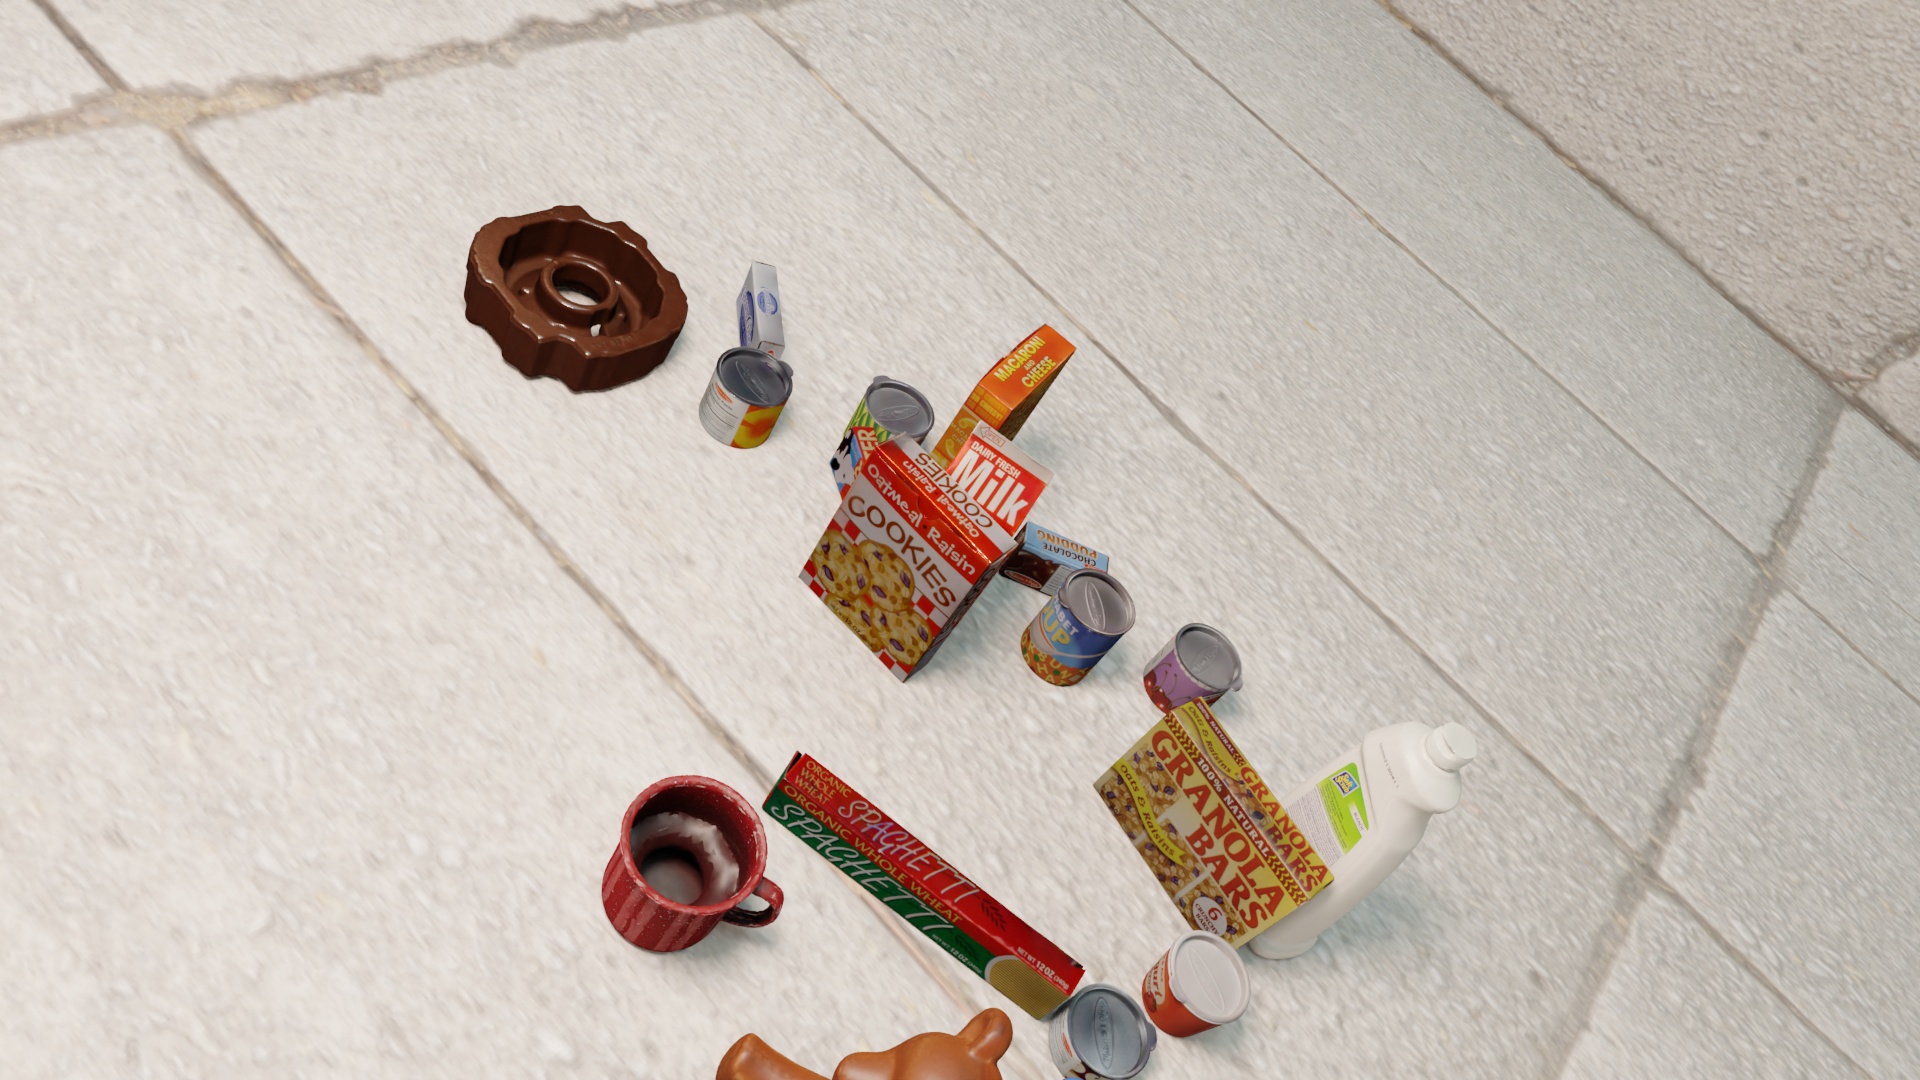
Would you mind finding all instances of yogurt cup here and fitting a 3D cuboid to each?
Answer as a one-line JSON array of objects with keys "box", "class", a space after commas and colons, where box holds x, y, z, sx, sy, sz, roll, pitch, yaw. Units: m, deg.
[{"box": [0.168, 0.325, 1.008, 0.072, 0.053, 0.073, 16, 47, -18], "class": "yogurt cup"}]

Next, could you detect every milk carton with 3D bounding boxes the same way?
[{"box": [0.004, -0.014, 1.098, 0.072, 0.189, 0.074, 35, 44, -1], "class": "milk carton"}]

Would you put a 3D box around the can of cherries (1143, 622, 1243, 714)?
[{"box": [0.201, 0.116, 1.200, 0.071, 0.058, 0.072, 16, 47, -18], "class": "can of cherries"}]

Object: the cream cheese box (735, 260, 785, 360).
[{"box": [-0.179, -0.194, 1.239, 0.024, 0.053, 0.104, 8, 50, -25], "class": "cream cheese box"}]

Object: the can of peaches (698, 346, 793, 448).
[{"box": [-0.180, -0.120, 1.173, 0.071, 0.057, 0.071, 16, 47, -18], "class": "can of peaches"}]

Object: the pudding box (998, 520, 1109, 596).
[{"box": [0.082, 0.022, 1.215, 0.084, 0.049, 0.030, 23, 46, -13], "class": "pudding box"}]

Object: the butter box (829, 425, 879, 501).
[{"box": [-0.079, -0.041, 1.170, 0.024, 0.052, 0.104, 0, 54, -31], "class": "butter box"}]

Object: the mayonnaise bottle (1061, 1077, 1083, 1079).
[{"box": [0.036, 0.362, 0.830, 0.041, 0.147, 0.065, 20, 46, -16], "class": "mayonnaise bottle"}]

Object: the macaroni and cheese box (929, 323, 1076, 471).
[{"box": [0.021, -0.097, 1.196, 0.040, 0.165, 0.124, 40, 44, 4], "class": "macaroni and cheese box"}]

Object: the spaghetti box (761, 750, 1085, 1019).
[{"box": [-0.028, 0.240, 0.965, 0.250, 0.050, 0.029, 37, 44, 2], "class": "spaghetti box"}]

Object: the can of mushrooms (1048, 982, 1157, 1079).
[{"box": [0.098, 0.346, 0.963, 0.071, 0.033, 0.071, 16, 47, -18], "class": "can of mushrooms"}]

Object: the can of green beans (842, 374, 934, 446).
[{"box": [-0.064, -0.099, 1.224, 0.071, 0.057, 0.071, 16, 47, -18], "class": "can of green beans"}]

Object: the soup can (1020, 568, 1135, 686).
[{"box": [0.094, 0.072, 1.155, 0.071, 0.083, 0.072, 16, 47, -18], "class": "soup can"}]

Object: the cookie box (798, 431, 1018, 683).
[{"box": [-0.044, 0.016, 1.061, 0.123, 0.166, 0.040, 45, 45, 10], "class": "cookie box"}]

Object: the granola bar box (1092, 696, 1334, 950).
[{"box": [0.189, 0.220, 1.058, 0.039, 0.123, 0.166, -18, 65, -40], "class": "granola bar box"}]
